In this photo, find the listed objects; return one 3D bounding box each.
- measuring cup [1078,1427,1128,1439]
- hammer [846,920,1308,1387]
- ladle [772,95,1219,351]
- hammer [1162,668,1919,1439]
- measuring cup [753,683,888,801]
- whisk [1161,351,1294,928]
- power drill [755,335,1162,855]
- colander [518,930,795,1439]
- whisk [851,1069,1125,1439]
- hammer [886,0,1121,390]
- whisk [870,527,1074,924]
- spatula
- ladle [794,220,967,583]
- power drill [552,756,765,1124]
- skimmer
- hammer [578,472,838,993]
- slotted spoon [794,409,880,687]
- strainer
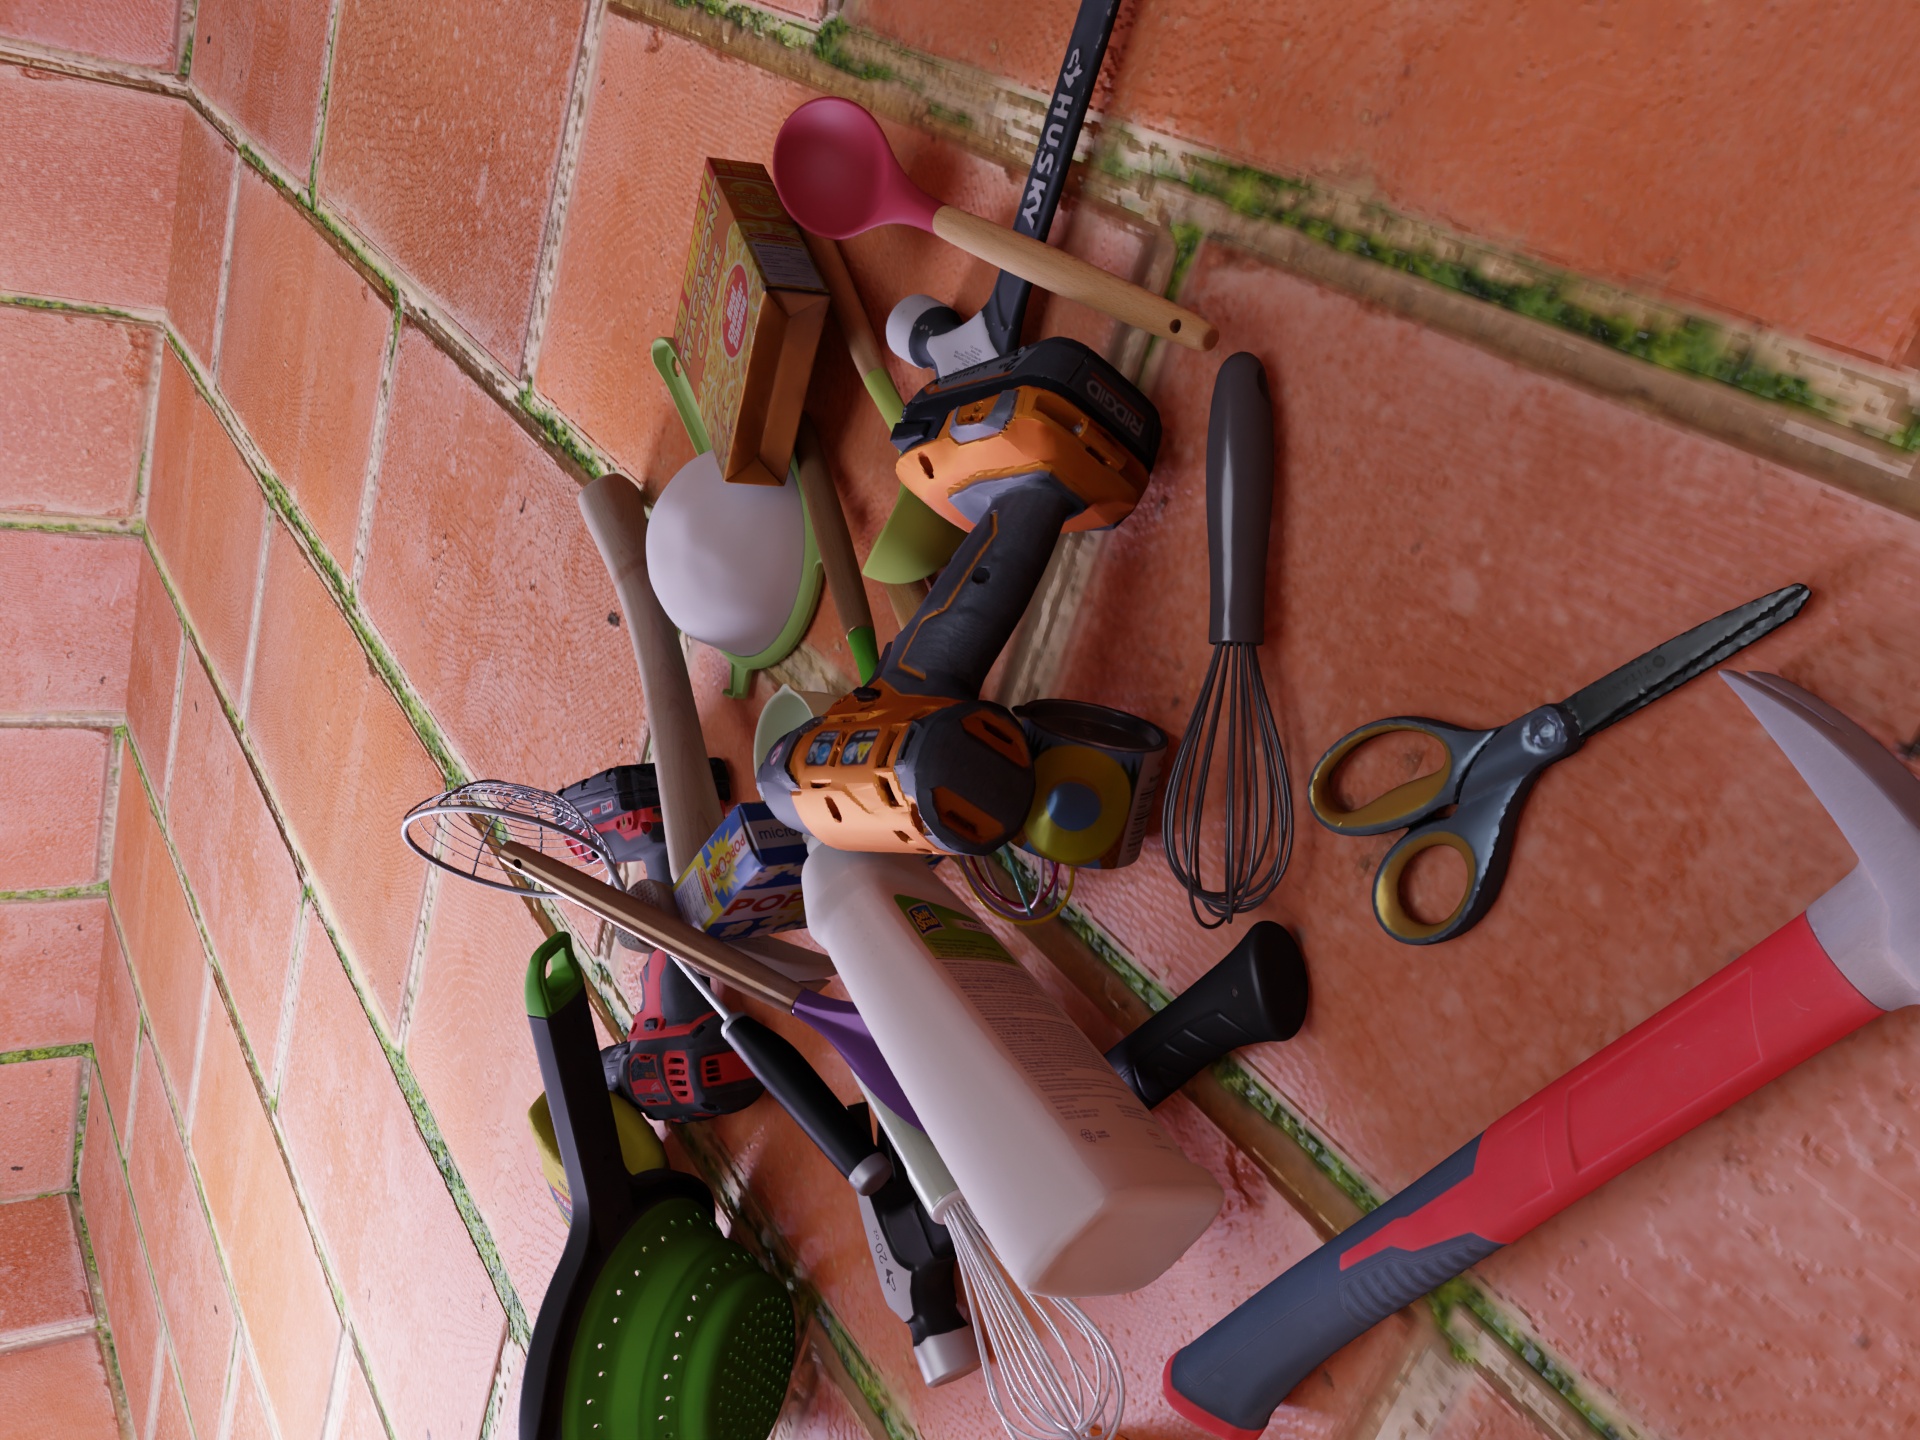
[{"bbox_3d":[0.076,0.352,0.694,0.173,0.052,0.095,-49,53,43],"label":"measuring cup"},{"bbox_3d":[0.046,0.188,0.748,0.334,0.035,0.146,-50,54,40],"label":"hammer"},{"bbox_3d":[0.007,-0.228,0.743,0.316,0.031,0.069,38,122,41],"label":"ladle"},{"bbox_3d":[0.184,0.151,0.566,0.386,0.038,0.143,-53,50,38],"label":"hammer"},{"bbox_3d":[-0.057,0.019,0.875,0.168,0.038,0.083,-3,88,52],"label":"measuring cup"},{"bbox_3d":[0.111,-0.034,0.654,0.055,0.055,0.239,-1,86,52],"label":"whisk"},{"bbox_3d":[-0.011,-0.047,0.707,0.164,0.084,0.227,-5,58,52],"label":"power drill"},{"bbox_3d":[-0.167,0.299,0.898,0.094,0.204,0.396,4,115,22],"label":"colander"},{"bbox_3d":[0.000,0.234,0.744,0.059,0.057,0.247,-41,48,3],"label":"whisk"},{"bbox_3d":[0.070,-0.336,0.712,0.149,0.036,0.408,41,121,43],"label":"hammer"},{"bbox_3d":[0.001,-0.003,0.806,0.047,0.051,0.245,-28,59,11],"label":"whisk"},{"bbox_3d":[-0.101,0.129,0.779,0.316,0.018,0.059,24,111,18],"label":"spatula"},{"bbox_3d":[-0.065,-0.207,0.871,0.078,0.062,0.320,-57,45,46],"label":"ladle"},{"bbox_3d":[-0.205,0.150,1.040,0.188,0.080,0.227,-19,78,51],"label":"power drill"},{"bbox_3d":[-0.184,0.152,0.896,0.364,0.090,0.127,41,165,29],"label":"skimmer"},{"bbox_3d":[-0.174,-0.010,0.990,0.038,0.146,0.411,-42,46,22],"label":"hammer"},{"bbox_3d":[-0.059,-0.062,0.848,0.070,0.031,0.314,117,146,-42],"label":"slotted spoon"},{"bbox_3d":[-0.169,-0.149,0.992,0.151,0.069,0.257,-51,54,40],"label":"strainer"}]
